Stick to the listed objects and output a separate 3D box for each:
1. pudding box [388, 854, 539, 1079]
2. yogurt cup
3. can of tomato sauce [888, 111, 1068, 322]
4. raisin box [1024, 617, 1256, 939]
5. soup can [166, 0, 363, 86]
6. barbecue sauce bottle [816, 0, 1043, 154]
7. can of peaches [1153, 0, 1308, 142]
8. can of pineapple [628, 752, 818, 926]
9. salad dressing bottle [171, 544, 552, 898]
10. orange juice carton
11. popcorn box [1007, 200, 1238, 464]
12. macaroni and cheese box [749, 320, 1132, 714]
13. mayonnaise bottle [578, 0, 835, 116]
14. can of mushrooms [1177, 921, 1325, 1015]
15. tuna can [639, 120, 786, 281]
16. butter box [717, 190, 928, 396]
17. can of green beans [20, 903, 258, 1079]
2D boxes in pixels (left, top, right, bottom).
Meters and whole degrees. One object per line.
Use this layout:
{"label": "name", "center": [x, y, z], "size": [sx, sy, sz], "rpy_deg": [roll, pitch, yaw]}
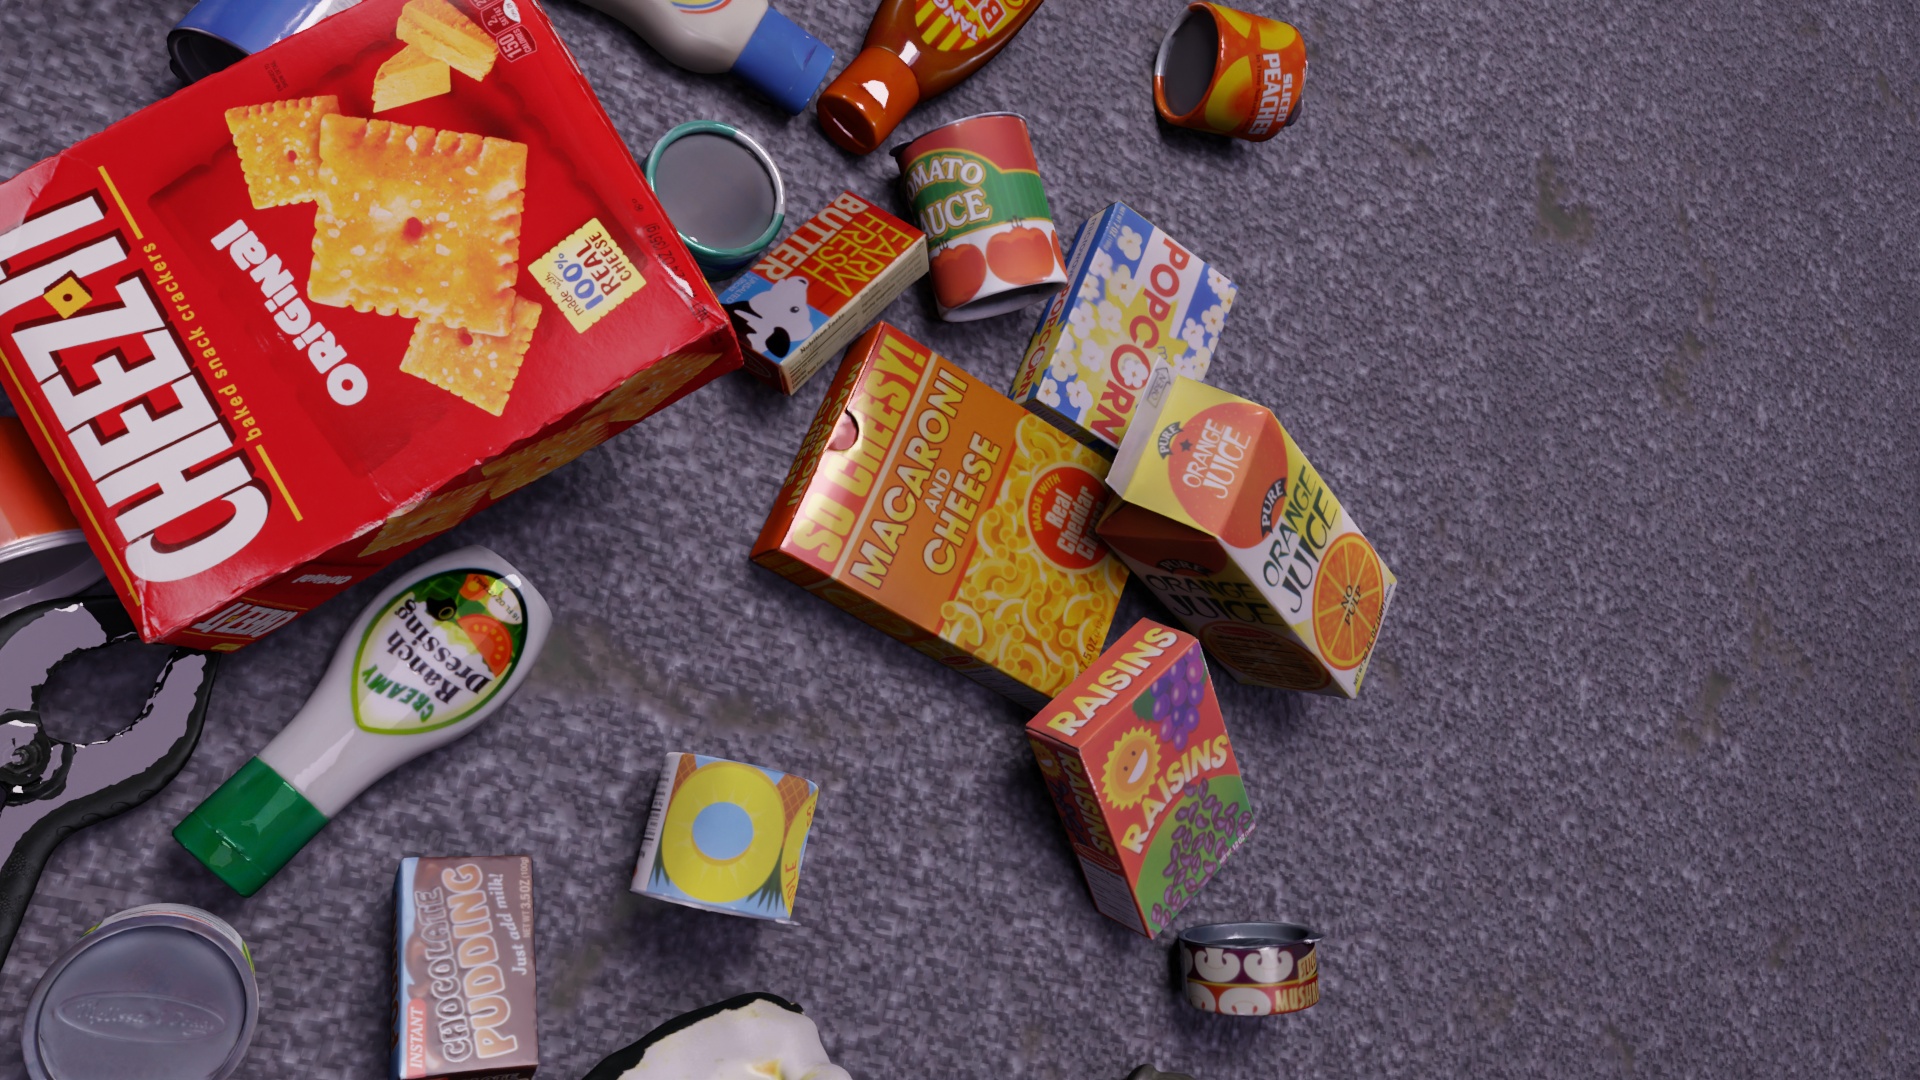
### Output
{"label": "pudding box", "center": [-0.185, 0.161, 0.517], "size": [0.050, 0.030, 0.084], "rpy_deg": [6, 51, -26]}
{"label": "yogurt cup", "center": [-0.332, -0.006, 0.472], "size": [0.073, 0.072, 0.054], "rpy_deg": [-27, 86, -28]}
{"label": "can of tomato sauce", "center": [0.009, -0.155, 0.673], "size": [0.071, 0.071, 0.083], "rpy_deg": [-15, 88, -29]}
{"label": "raisin box", "center": [0.088, 0.112, 0.656], "size": [0.086, 0.040, 0.123], "rpy_deg": [-38, 123, -27]}
{"label": "soup can", "center": [-0.257, -0.205, 0.547], "size": [0.071, 0.071, 0.084], "rpy_deg": [33, 67, -19]}
{"label": "barbecue sauce bottle", "center": [-0.015, -0.253, 0.692], "size": [0.065, 0.043, 0.149], "rpy_deg": [43, 65, -15]}
{"label": "can of peaches", "center": [0.148, -0.256, 0.763], "size": [0.058, 0.071, 0.071], "rpy_deg": [3, 79, -26]}
{"label": "can of pineapple", "center": [-0.094, 0.122, 0.568], "size": [0.071, 0.071, 0.058], "rpy_deg": [19, 73, -23]}
{"label": "salad dressing bottle", "center": [-0.223, 0.066, 0.525], "size": [0.064, 0.044, 0.148], "rpy_deg": [47, 64, -11]}
{"label": "orange juice carton", "center": [0.132, -0.003, 0.671], "size": [0.192, 0.073, 0.072], "rpy_deg": [43, 63, -37]}
{"label": "popcorn box", "center": [0.084, -0.099, 0.718], "size": [0.085, 0.038, 0.127], "rpy_deg": [31, 68, -20]}
{"label": "macaroni and cheese box", "center": [0.002, -0.008, 0.657], "size": [0.166, 0.040, 0.124], "rpy_deg": [30, 68, -20]}
{"label": "mayonnaise bottle", "center": [-0.128, -0.252, 0.634], "size": [0.148, 0.041, 0.065], "rpy_deg": [30, 67, -19]}
{"label": "can of mushrooms", "center": [0.142, 0.206, 0.673], "size": [0.071, 0.071, 0.033], "rpy_deg": [1, 82, -27]}
{"label": "tuna can", "center": [-0.116, -0.153, 0.627], "size": [0.071, 0.032, 0.071], "rpy_deg": [5, 78, -27]}
{"label": "butter box", "center": [-0.066, -0.115, 0.638], "size": [0.053, 0.024, 0.104], "rpy_deg": [32, 62, 21]}
{"label": "can of green beans", "center": [-0.276, 0.159, 0.472], "size": [0.071, 0.057, 0.071], "rpy_deg": [5, 78, -27]}
